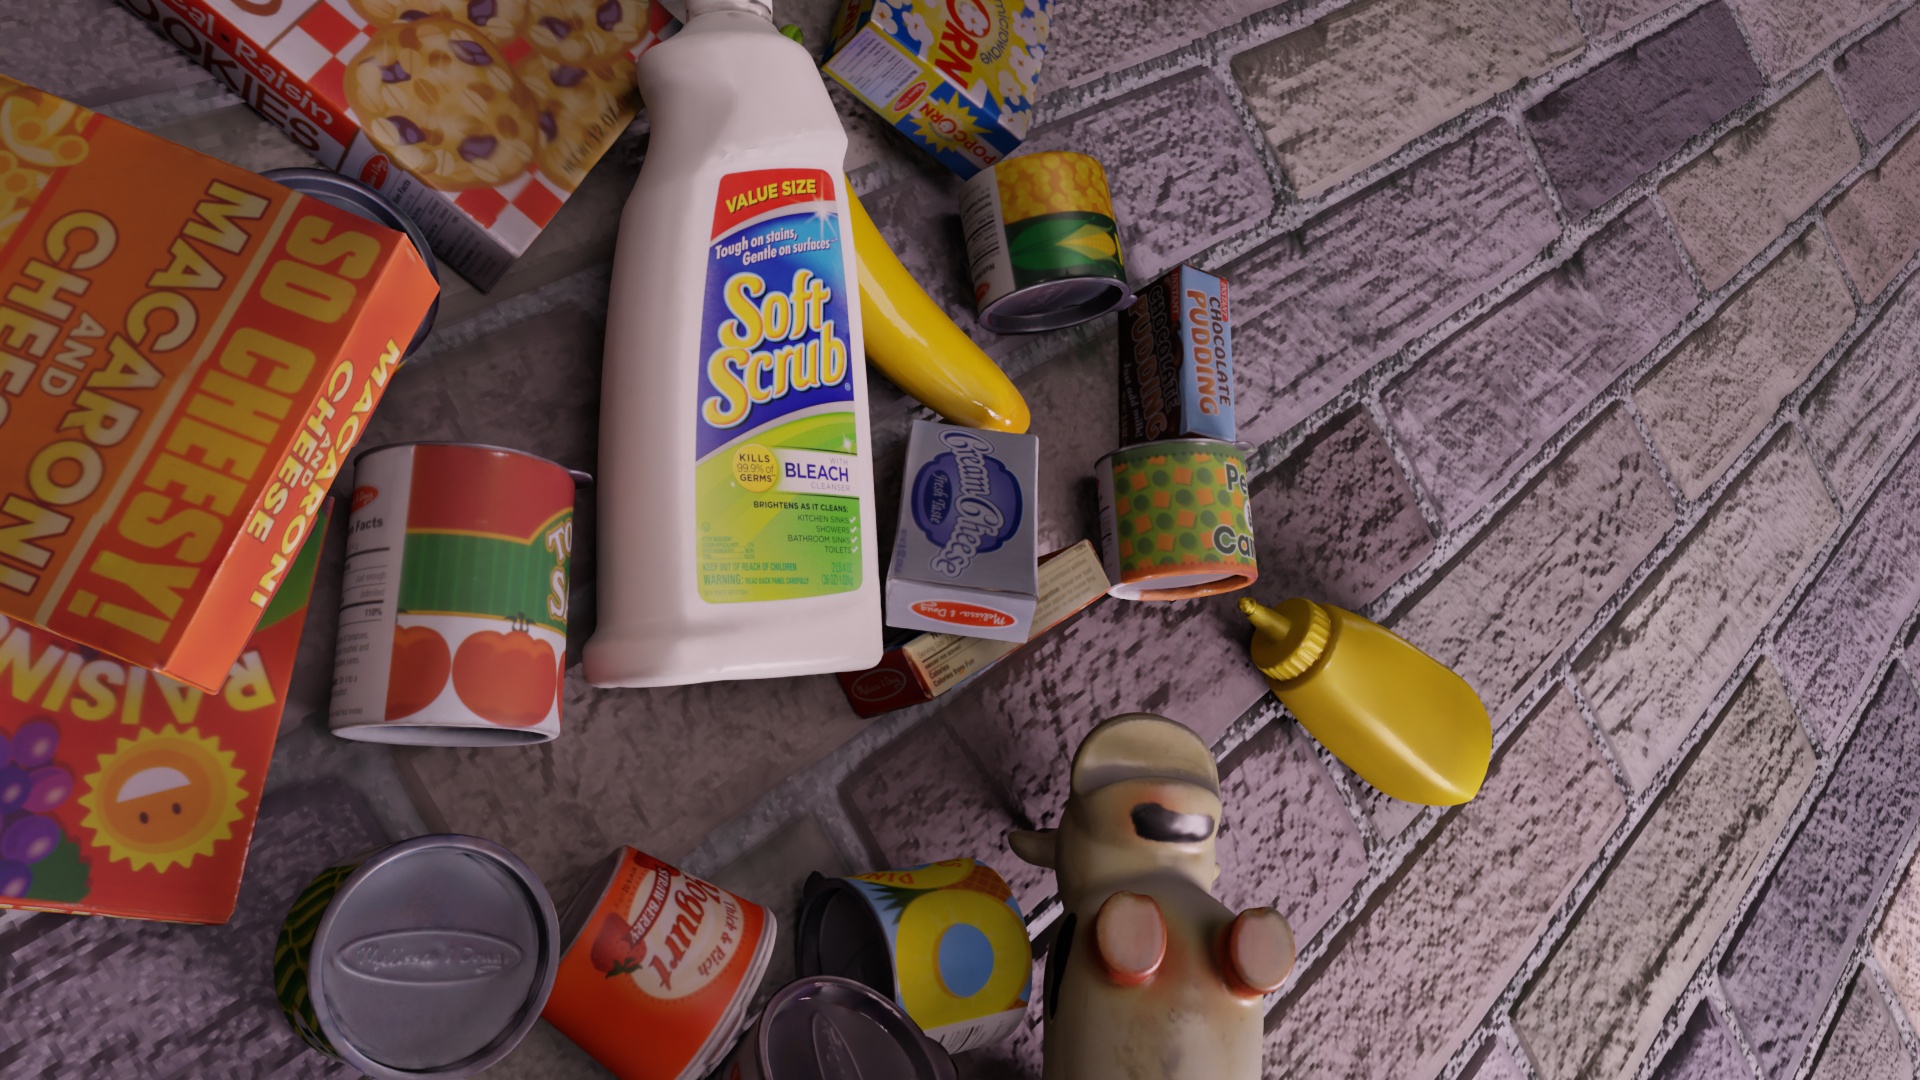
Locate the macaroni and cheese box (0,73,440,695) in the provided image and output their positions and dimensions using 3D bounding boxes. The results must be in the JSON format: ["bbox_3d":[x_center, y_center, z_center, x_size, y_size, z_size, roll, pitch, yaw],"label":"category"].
[{"bbox_3d":[-0.239,-0.049,0.350,0.166,0.040,0.124,21,73,0],"label":"macaroni and cheese box"}]

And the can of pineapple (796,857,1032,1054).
[{"bbox_3d":[-0.017,0.145,0.485,0.058,0.071,0.071,0,77,-35],"label":"can of pineapple"}]

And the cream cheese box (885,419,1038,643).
[{"bbox_3d":[0.002,-0.007,0.527,0.053,0.024,0.104,8,38,-3],"label":"cream cheese box"}]

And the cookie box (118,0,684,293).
[{"bbox_3d":[-0.192,-0.186,0.474,0.167,0.040,0.123,40,58,-20],"label":"cookie box"}]

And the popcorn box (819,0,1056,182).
[{"bbox_3d":[-0.005,-0.232,0.607,0.085,0.038,0.127,31,54,-29],"label":"popcorn box"}]

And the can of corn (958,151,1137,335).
[{"bbox_3d":[0.038,-0.127,0.599,0.071,0.071,0.058,-3,79,-35],"label":"can of corn"}]

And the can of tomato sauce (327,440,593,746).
[{"bbox_3d":[-0.152,0.019,0.426,0.071,0.071,0.083,9,73,-33],"label":"can of tomato sauce"}]

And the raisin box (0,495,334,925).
[{"bbox_3d":[-0.233,0.039,0.382,0.086,0.040,0.124,16,67,-31],"label":"raisin box"}]

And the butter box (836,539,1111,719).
[{"bbox_3d":[0.007,0.034,0.541,0.104,0.053,0.024,-29,93,-37],"label":"butter box"}]

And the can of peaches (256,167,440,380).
[{"bbox_3d":[-0.202,-0.070,0.422,0.071,0.058,0.071,10,72,-33],"label":"can of peaches"}]

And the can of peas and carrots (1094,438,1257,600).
[{"bbox_3d":[0.096,-0.008,0.604,0.071,0.070,0.059,5,75,-34],"label":"can of peas and carrots"}]

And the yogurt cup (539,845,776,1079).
[{"bbox_3d":[-0.099,0.132,0.434,0.054,0.072,0.073,36,59,-12],"label":"yogurt cup"}]

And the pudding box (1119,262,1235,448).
[{"bbox_3d":[0.099,-0.078,0.639,0.030,0.049,0.084,12,71,-31],"label":"pudding box"}]

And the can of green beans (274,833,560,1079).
[{"bbox_3d":[-0.157,0.119,0.399,0.071,0.057,0.071,10,71,-32],"label":"can of green beans"}]

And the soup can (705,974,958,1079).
[{"bbox_3d":[-0.050,0.186,0.424,0.071,0.083,0.072,29,26,-16],"label":"soup can"}]

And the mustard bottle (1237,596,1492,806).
[{"bbox_3d":[0.185,0.067,0.658,0.160,0.048,0.065,36,60,-21],"label":"mustard bottle"}]
